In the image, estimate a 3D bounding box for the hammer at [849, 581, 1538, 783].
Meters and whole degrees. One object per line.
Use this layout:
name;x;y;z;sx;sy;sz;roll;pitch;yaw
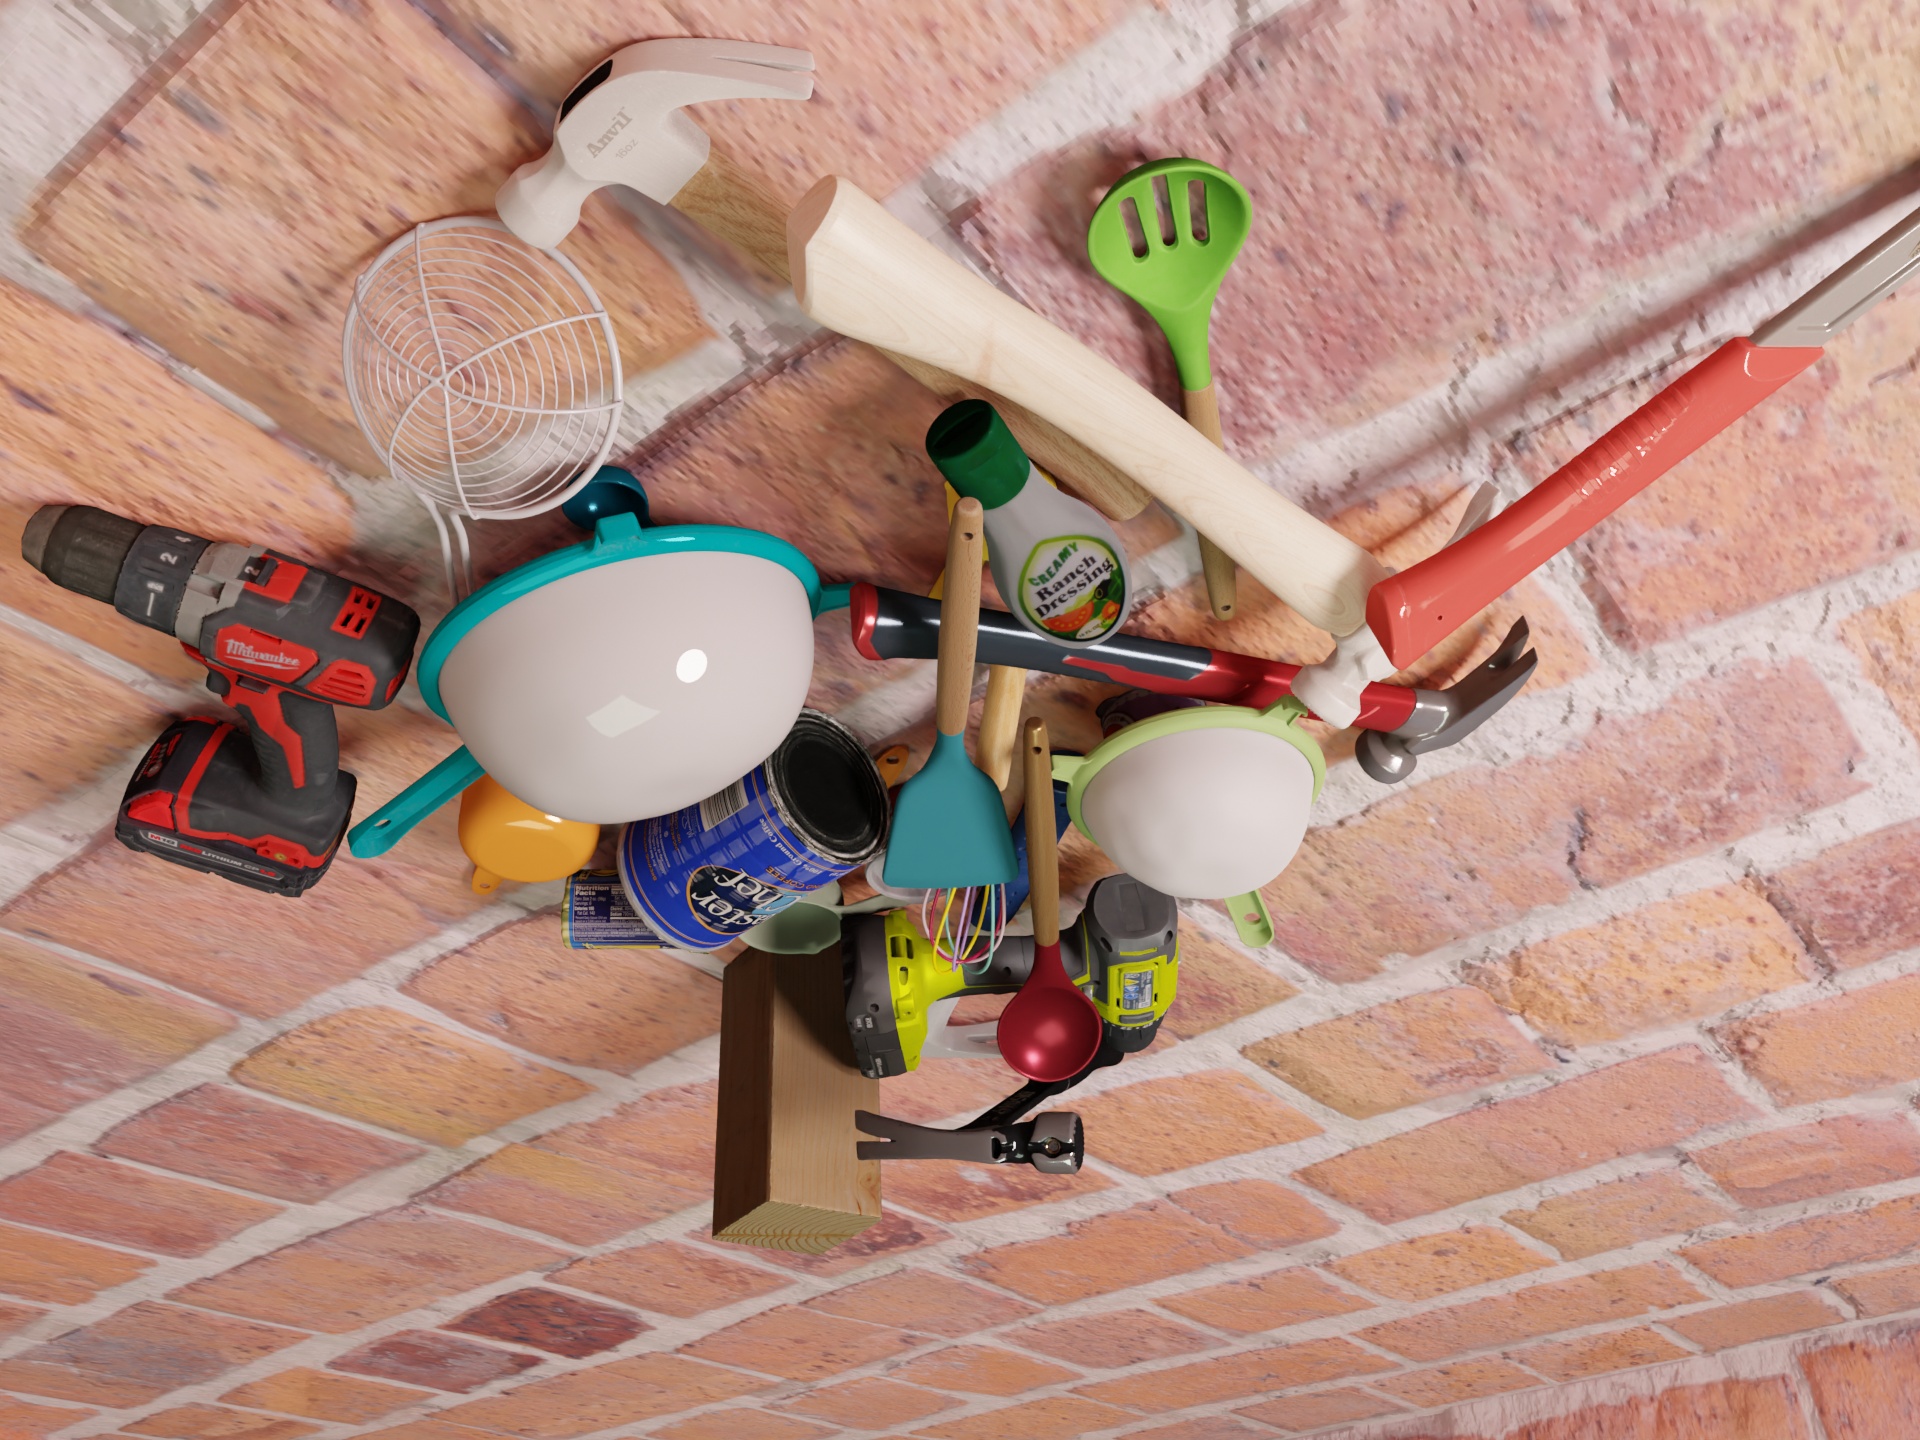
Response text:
hammer;0.128;-0.036;0.875;0.386;0.038;0.143;9;146;-22

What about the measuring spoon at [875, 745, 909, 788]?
measuring spoon;-0.065;0.048;1.027;0.021;0.011;0.117;18;135;-25

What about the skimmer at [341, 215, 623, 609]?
skimmer;-0.234;-0.092;0.798;0.127;0.090;0.363;25;152;0

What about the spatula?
spatula;-0.001;-0.003;0.833;0.082;0.044;0.317;-2;148;-4

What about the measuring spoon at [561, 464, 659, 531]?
measuring spoon;-0.153;-0.098;0.819;0.042;0.021;0.128;-22;149;24

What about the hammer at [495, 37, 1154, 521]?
hammer;-0.026;-0.177;0.703;0.331;0.031;0.130;28;134;-36

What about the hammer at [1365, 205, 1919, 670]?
hammer;0.340;-0.139;0.719;0.359;0.037;0.149;-40;131;22

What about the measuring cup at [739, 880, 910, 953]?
measuring cup;-0.076;0.117;1.096;0.167;0.038;0.083;-16;142;14

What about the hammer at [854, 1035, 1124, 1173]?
hammer;0.054;0.265;1.142;0.149;0.036;0.408;-4;176;16

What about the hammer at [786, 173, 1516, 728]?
hammer;0.098;-0.126;0.713;0.410;0.038;0.146;26;110;-37

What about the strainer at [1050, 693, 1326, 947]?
strainer;0.156;0.091;0.949;0.151;0.069;0.256;-15;140;14

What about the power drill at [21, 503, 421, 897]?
power drill;-0.403;-0.013;0.856;0.187;0.080;0.226;21;135;-14

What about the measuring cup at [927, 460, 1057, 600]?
measuring cup;0.005;-0.076;0.843;0.062;0.029;0.156;10;141;-17

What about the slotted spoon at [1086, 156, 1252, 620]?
slotted spoon;0.113;-0.145;0.763;0.070;0.031;0.313;-12;145;7

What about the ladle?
ladle;0.050;0.115;0.956;0.069;0.031;0.315;-6;133;-1

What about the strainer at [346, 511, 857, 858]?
strainer;-0.209;0.024;0.842;0.340;0.095;0.210;-32;157;26

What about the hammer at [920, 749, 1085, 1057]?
hammer;0.022;0.150;1.149;0.144;0.035;0.405;7;143;-13

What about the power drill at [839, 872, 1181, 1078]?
power drill;0.039;0.187;1.107;0.228;0.080;0.190;-7;143;0

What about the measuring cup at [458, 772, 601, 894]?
measuring cup;-0.289;0.087;1.023;0.095;0.052;0.173;16;138;-24

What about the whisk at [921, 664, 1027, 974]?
whisk;0.013;0.058;0.953;0.047;0.051;0.244;-7;124;-25
